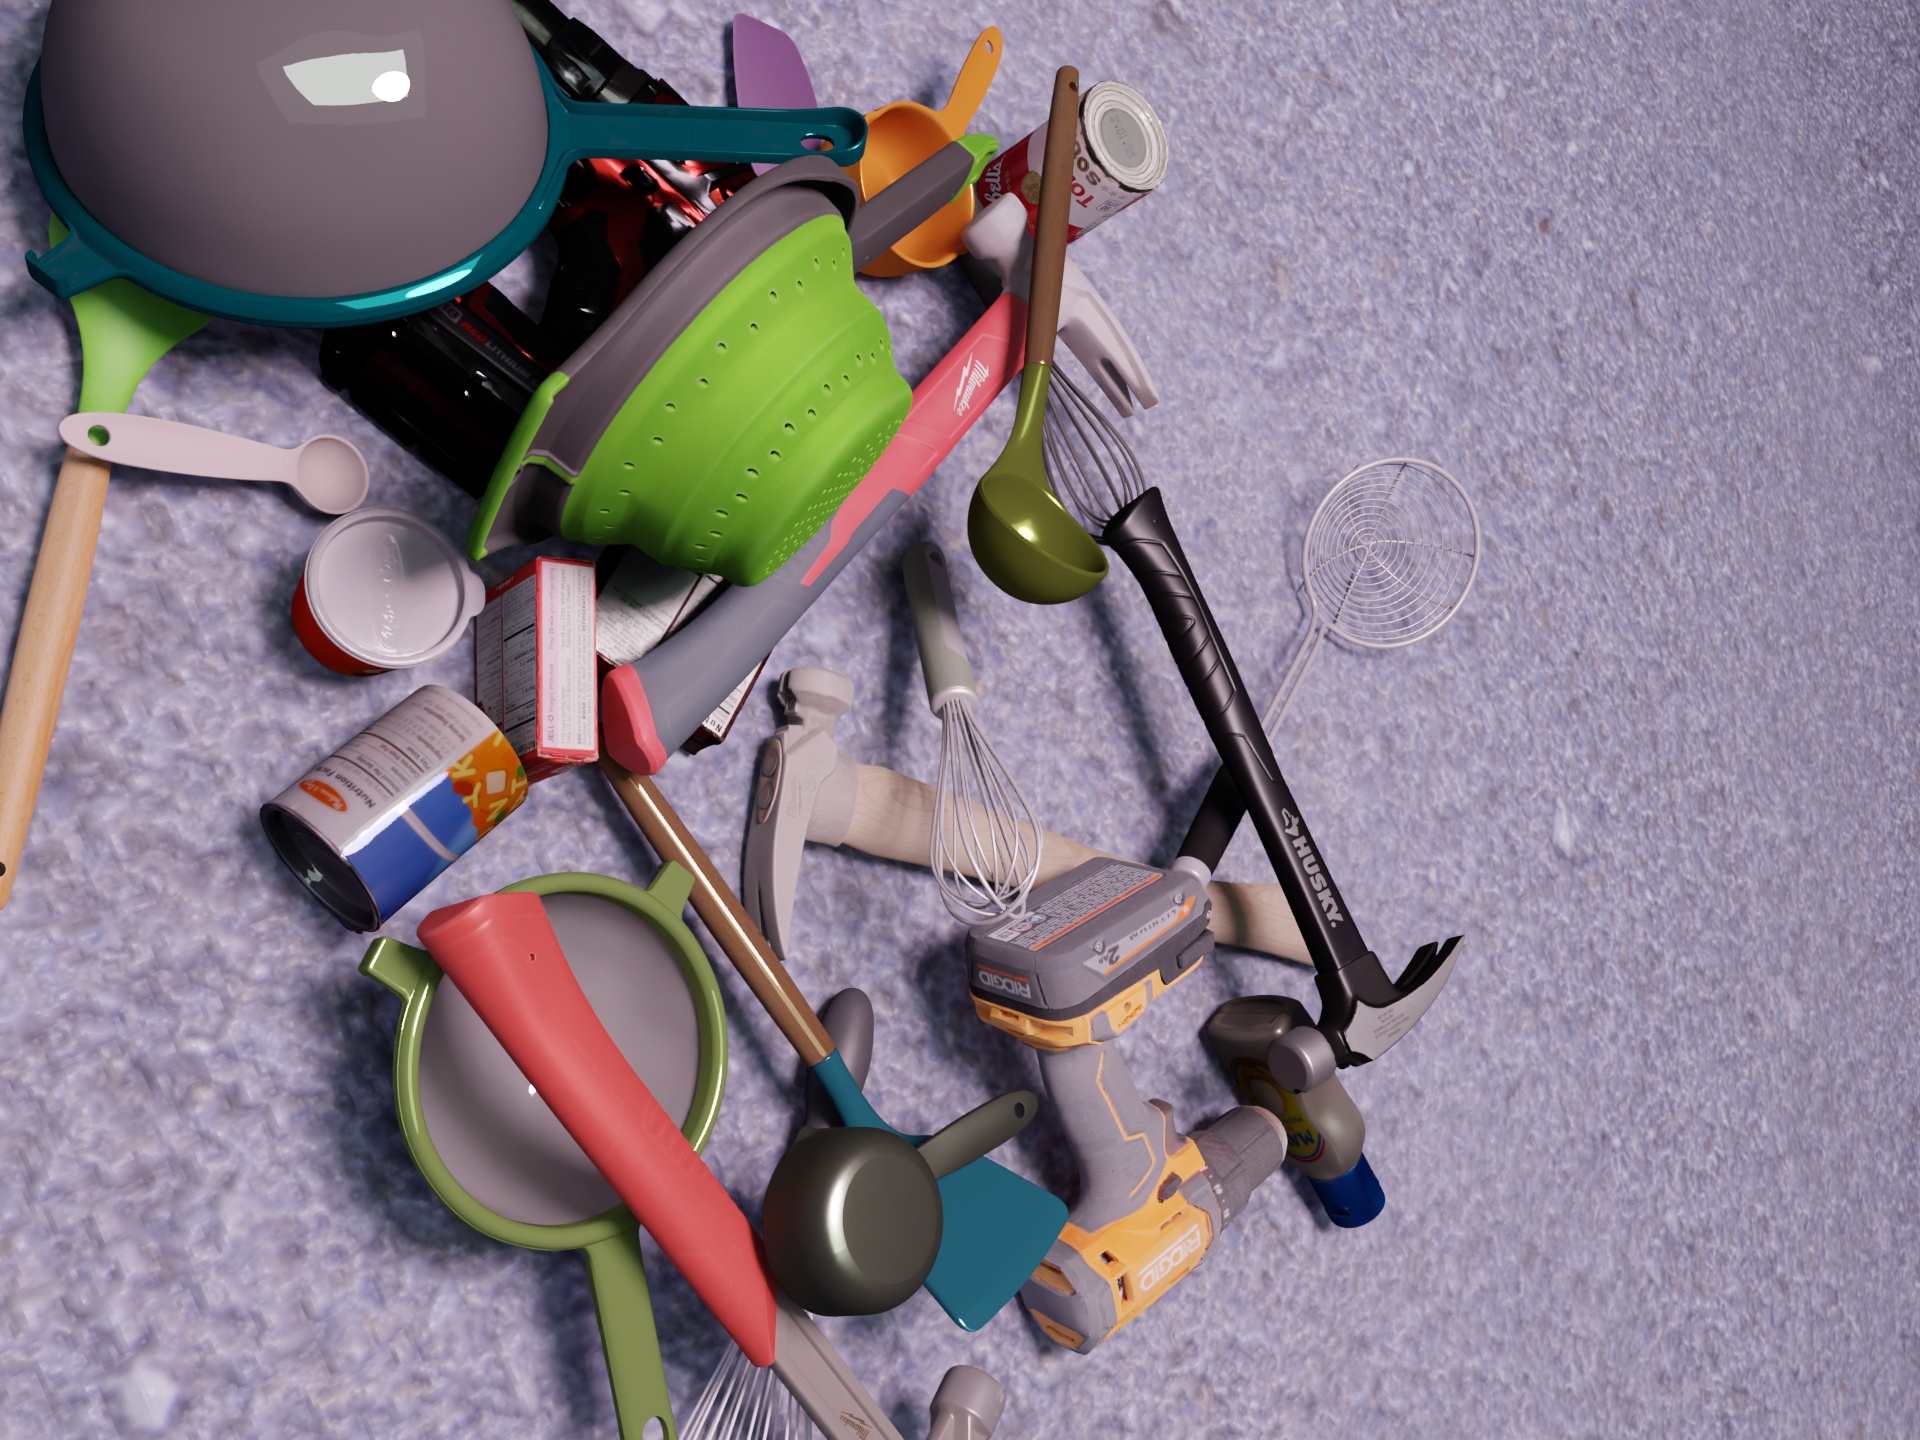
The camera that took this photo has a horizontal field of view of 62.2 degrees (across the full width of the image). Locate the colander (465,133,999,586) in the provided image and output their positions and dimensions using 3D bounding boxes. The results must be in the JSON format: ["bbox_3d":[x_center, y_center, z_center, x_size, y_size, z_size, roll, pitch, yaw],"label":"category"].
[{"bbox_3d":[-0.051,-0.170,0.719,0.094,0.204,0.397,41,46,-3],"label":"colander"}]

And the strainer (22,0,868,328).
[{"bbox_3d":[-0.200,-0.268,0.641,0.340,0.095,0.211,-3,64,-14],"label":"strainer"}]

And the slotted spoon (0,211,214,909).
[{"bbox_3d":[-0.344,-0.082,0.624,0.070,0.031,0.314,16,71,-37],"label":"slotted spoon"}]

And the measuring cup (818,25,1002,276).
[{"bbox_3d":[-0.025,-0.323,0.889,0.095,0.052,0.174,44,57,-37],"label":"measuring cup"}]

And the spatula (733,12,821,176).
[{"bbox_3d":[-0.089,-0.229,0.851,0.059,0.018,0.316,5,76,-46],"label":"spatula"}]

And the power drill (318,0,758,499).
[{"bbox_3d":[-0.199,-0.231,0.736,0.187,0.080,0.227,40,56,-23],"label":"power drill"}]

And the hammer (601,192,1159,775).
[{"bbox_3d":[-0.034,-0.106,0.796,0.143,0.038,0.386,48,58,-18],"label":"hammer"}]

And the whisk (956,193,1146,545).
[{"bbox_3d":[0.042,-0.210,0.930,0.055,0.055,0.239,-28,91,-37],"label":"whisk"}]

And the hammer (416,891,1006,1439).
[{"bbox_3d":[-0.103,0.220,0.639,0.358,0.037,0.149,58,40,-18],"label":"hammer"}]

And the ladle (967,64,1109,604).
[{"bbox_3d":[0.050,-0.208,0.819,0.078,0.062,0.320,19,68,-35],"label":"ladle"}]

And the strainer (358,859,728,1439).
[{"bbox_3d":[-0.166,0.192,0.667,0.151,0.069,0.256,-13,93,-45],"label":"strainer"}]

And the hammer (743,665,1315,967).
[{"bbox_3d":[0.068,0.096,0.880,0.410,0.038,0.146,18,70,-32],"label":"hammer"}]

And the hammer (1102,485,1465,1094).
[{"bbox_3d":[0.166,0.024,0.883,0.146,0.035,0.335,-19,82,-35],"label":"hammer"}]

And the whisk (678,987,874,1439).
[{"bbox_3d":[-0.077,0.258,0.725,0.070,0.070,0.285,28,59,-28],"label":"whisk"}]

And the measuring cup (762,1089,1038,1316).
[{"bbox_3d":[-0.011,0.196,0.688,0.167,0.038,0.083,-19,90,-45],"label":"measuring cup"}]

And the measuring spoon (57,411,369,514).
[{"bbox_3d":[-0.304,-0.107,0.651,0.124,0.018,0.034,5,83,-47],"label":"measuring spoon"}]

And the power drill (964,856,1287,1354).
[{"bbox_3d":[0.097,0.188,0.833,0.185,0.084,0.226,-24,111,-38],"label":"power drill"}]

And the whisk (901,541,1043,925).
[{"bbox_3d":[-0.001,-0.003,0.791,0.057,0.059,0.247,34,32,-41],"label":"whisk"}]

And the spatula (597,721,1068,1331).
[{"bbox_3d":[-0.071,0.129,0.726,0.082,0.044,0.317,-38,96,-40],"label":"spatula"}]

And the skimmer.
[{"bbox_3d":[0.225,-0.030,0.972,0.127,0.090,0.363,51,48,-17],"label":"skimmer"}]
